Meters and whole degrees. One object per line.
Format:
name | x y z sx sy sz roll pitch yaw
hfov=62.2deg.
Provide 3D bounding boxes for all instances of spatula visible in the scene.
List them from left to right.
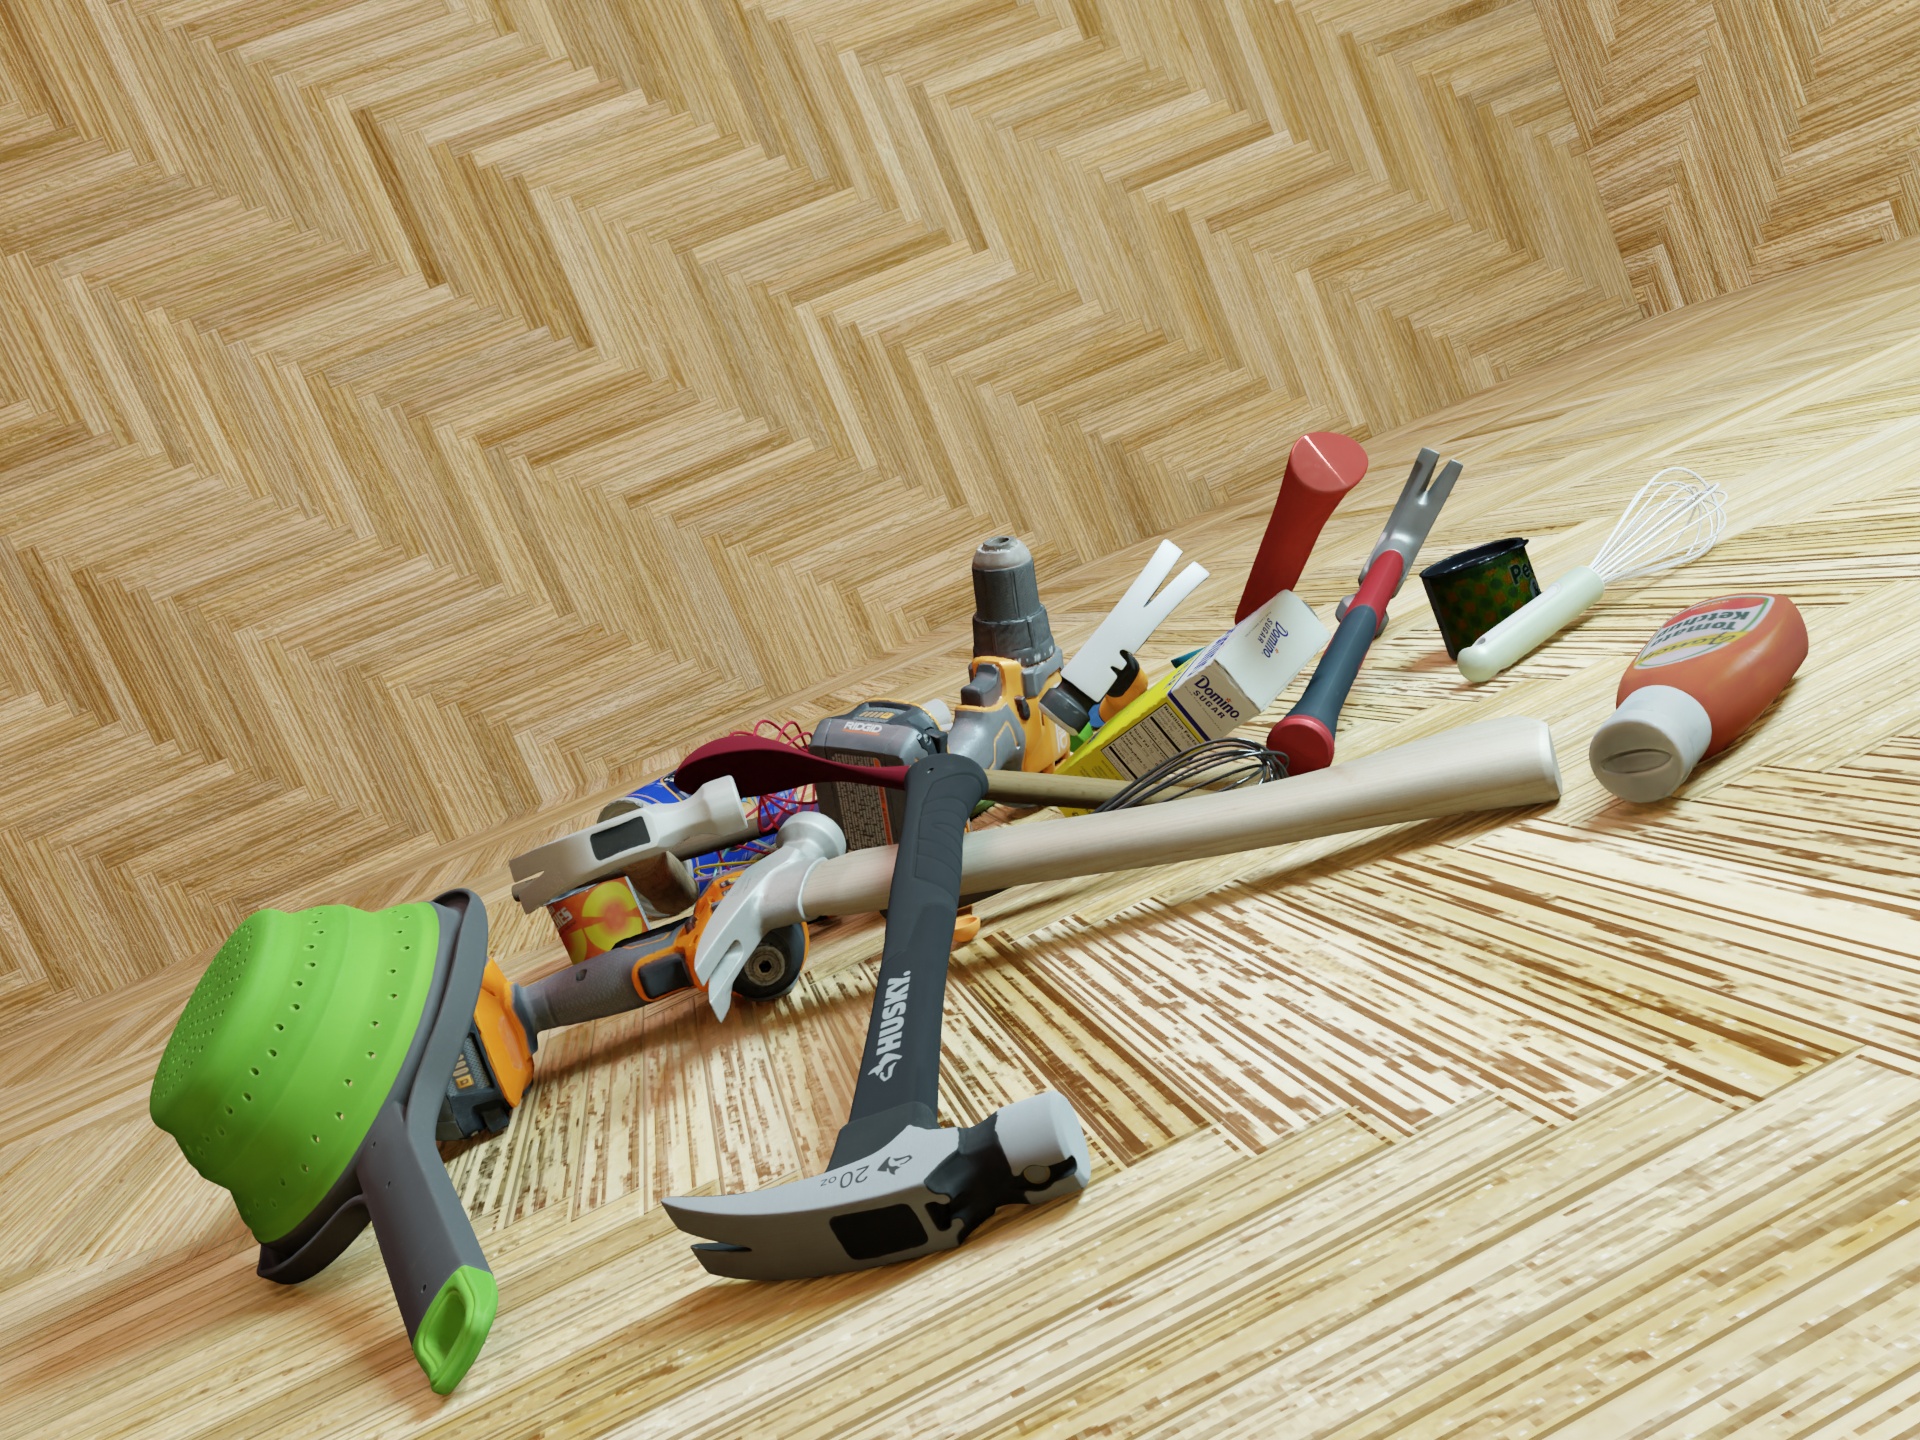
spatula | -0.164 0.080 1.110 0.316 0.018 0.060 -16 15 5

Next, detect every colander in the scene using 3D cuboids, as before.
colander | -0.286 0.171 0.702 0.204 0.094 0.397 -61 29 -6

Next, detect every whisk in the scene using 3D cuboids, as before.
whisk | -0.124 0.099 1.117 0.245 0.047 0.051 -16 35 57
whisk | -0.107 0.029 1.073 0.073 0.073 0.296 -22 0 8
whisk | 0.062 0.063 0.844 0.239 0.055 0.055 -21 8 18
whisk | 0.386 -0.088 0.969 0.246 0.059 0.058 -32 1 -25

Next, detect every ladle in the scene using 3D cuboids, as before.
ladle | -0.003 0.035 0.879 0.315 0.031 0.069 4 -22 8

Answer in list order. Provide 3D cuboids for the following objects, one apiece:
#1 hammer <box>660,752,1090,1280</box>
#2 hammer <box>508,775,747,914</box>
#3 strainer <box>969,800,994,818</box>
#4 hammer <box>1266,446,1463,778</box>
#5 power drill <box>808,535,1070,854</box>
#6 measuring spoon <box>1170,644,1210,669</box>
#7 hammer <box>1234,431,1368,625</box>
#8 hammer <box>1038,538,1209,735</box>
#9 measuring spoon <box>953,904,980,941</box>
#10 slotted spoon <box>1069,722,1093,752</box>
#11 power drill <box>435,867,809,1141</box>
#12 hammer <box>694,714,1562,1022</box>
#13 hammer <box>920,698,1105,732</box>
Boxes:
hammer | -0.023 0.098 0.656 0.146 0.035 0.335 -22 21 12
hammer | -0.192 0.093 0.981 0.130 0.031 0.331 -18 -9 -9
strainer | -0.052 0.059 1.154 0.151 0.069 0.256 -22 6 10
hammer | 0.256 -0.067 1.008 0.386 0.038 0.143 -44 -22 -60
power drill | -0.002 -0.003 1.014 0.084 0.185 0.226 6 25 31
measuring spoon | 0.212 -0.052 1.382 0.042 0.021 0.128 -20 -1 16
hammer | 0.182 -0.077 0.974 0.149 0.037 0.359 -34 -14 -6
hammer | 0.115 -0.035 1.092 0.127 0.034 0.336 -51 -9 1
measuring spoon | -0.001 0.109 0.889 0.021 0.011 0.117 -18 4 -2
slotted spoon | 0.023 0.021 1.293 0.031 0.070 0.314 -56 15 -22
power drill | -0.194 0.152 0.893 0.226 0.084 0.164 -20 6 -11
hammer | 0.067 0.063 0.749 0.410 0.038 0.146 -12 23 24
hammer | 0.013 0.006 1.467 0.144 0.035 0.405 -27 8 -27
